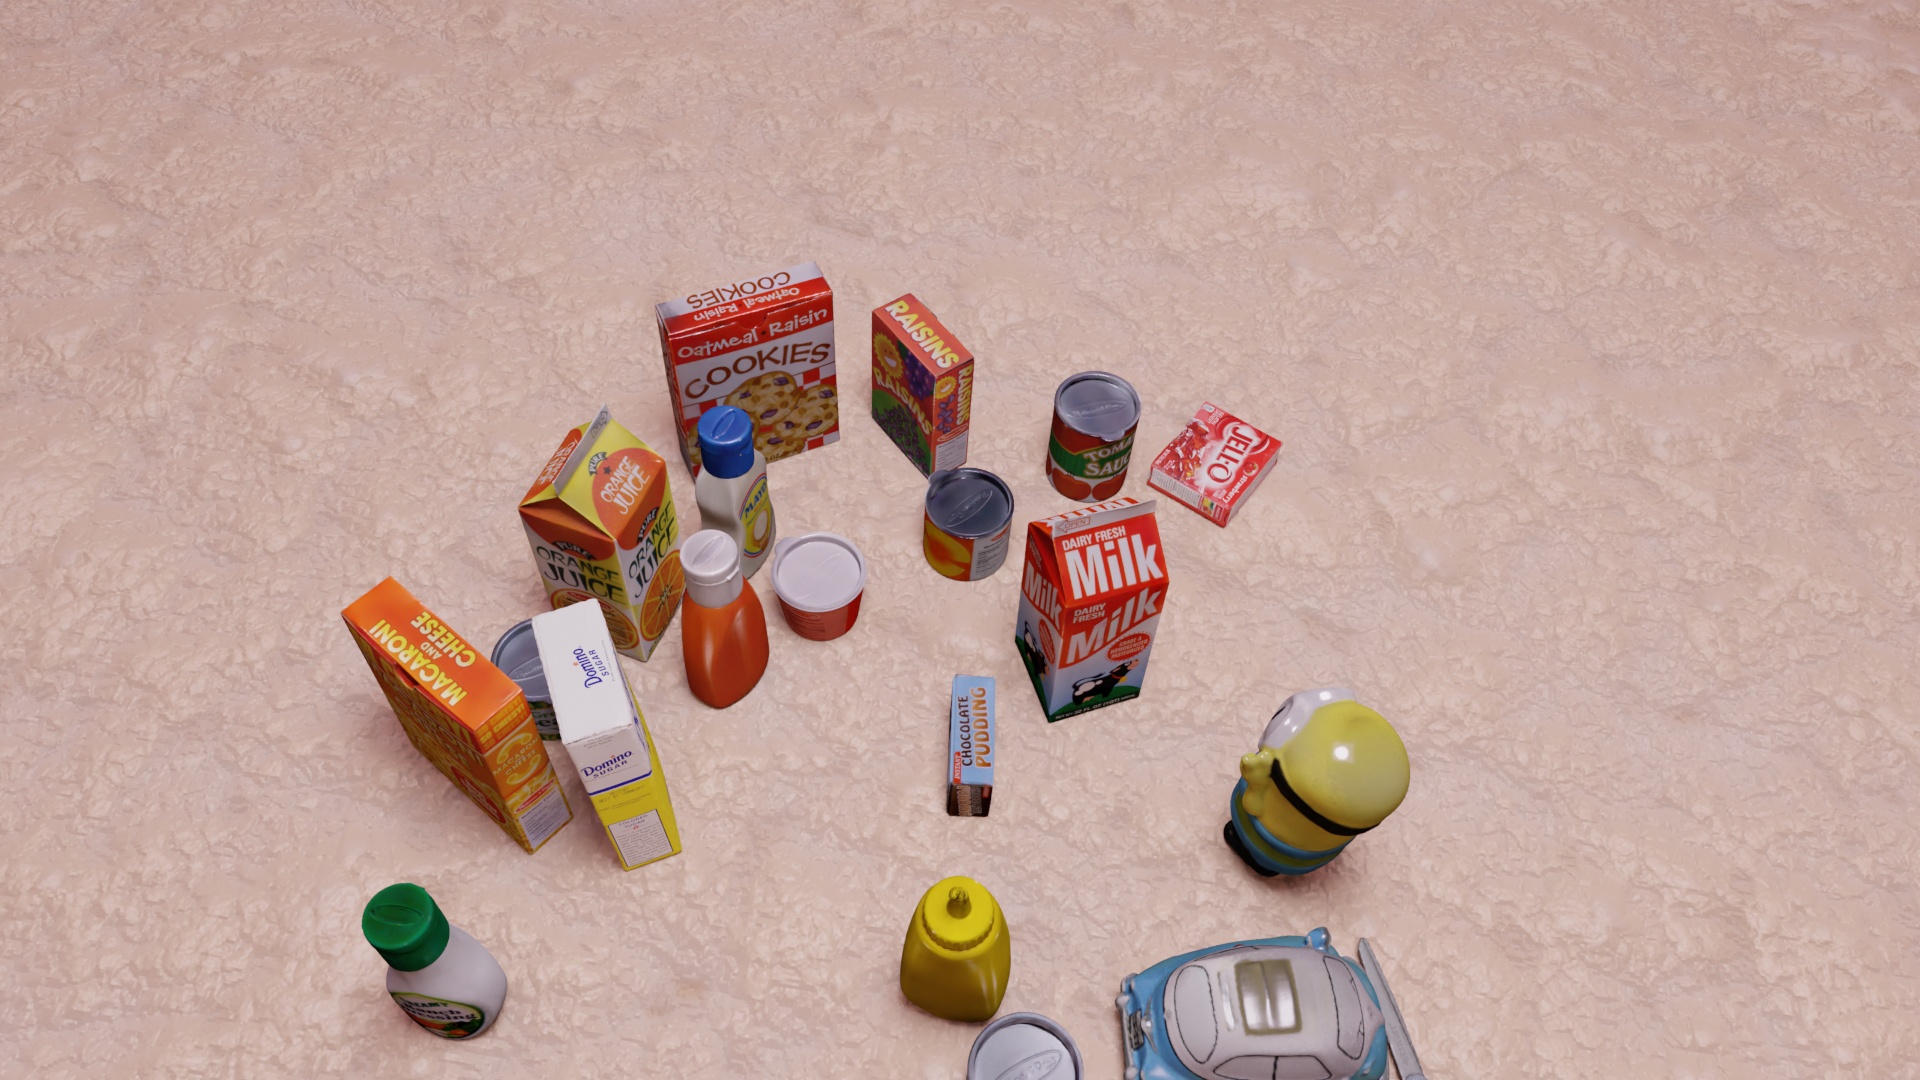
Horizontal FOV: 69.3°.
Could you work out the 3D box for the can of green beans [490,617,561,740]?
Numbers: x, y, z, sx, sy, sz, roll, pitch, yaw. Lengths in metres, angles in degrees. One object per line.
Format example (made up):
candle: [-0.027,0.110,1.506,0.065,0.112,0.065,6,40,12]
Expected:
can of green beans: [-0.280,0.094,0.945,0.071,0.057,0.071,2,53,-2]

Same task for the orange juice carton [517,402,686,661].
orange juice carton: [-0.240,-0.005,0.938,0.073,0.191,0.072,17,55,10]

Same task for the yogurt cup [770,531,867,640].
yogurt cup: [-0.101,0.036,1.001,0.072,0.053,0.073,2,53,-2]

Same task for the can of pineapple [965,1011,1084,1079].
can of pineapple: [0.036,0.315,0.798,0.071,0.057,0.071,2,53,-2]

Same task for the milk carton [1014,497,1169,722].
milk carton: [0.086,0.038,0.926,0.072,0.189,0.074,-14,55,-13]

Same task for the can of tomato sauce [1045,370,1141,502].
can of tomato sauce: [0.103,-0.078,1.080,0.071,0.082,0.071,2,53,-2]

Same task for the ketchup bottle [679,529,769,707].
ketchup bottle: [-0.160,0.051,0.928,0.043,0.148,0.065,28,57,17]

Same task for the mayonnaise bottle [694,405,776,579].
mayonnaise bottle: [-0.162,-0.034,0.992,0.041,0.147,0.065,21,55,12]

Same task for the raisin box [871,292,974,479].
raisin box: [-0.030,-0.118,1.077,0.040,0.122,0.086,-29,60,-22]

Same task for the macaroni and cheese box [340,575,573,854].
macaroni and cheese box: [-0.309,0.113,0.863,0.124,0.165,0.040,35,59,21]

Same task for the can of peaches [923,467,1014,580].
can of peaches: [0.004,-0.013,1.041,0.071,0.057,0.071,2,53,-2]

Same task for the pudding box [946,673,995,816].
pudding box: [0.007,0.137,0.934,0.030,0.049,0.084,3,53,-1]

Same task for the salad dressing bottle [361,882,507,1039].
salad dressing bottle: [-0.297,0.237,0.782,0.064,0.146,0.044,8,54,3]

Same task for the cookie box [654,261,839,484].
cookie box: [-0.156,-0.122,1.046,0.123,0.166,0.040,-20,57,-17]

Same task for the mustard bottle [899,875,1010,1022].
mustard bottle: [-0.001,0.230,0.796,0.065,0.159,0.049,13,54,6]
